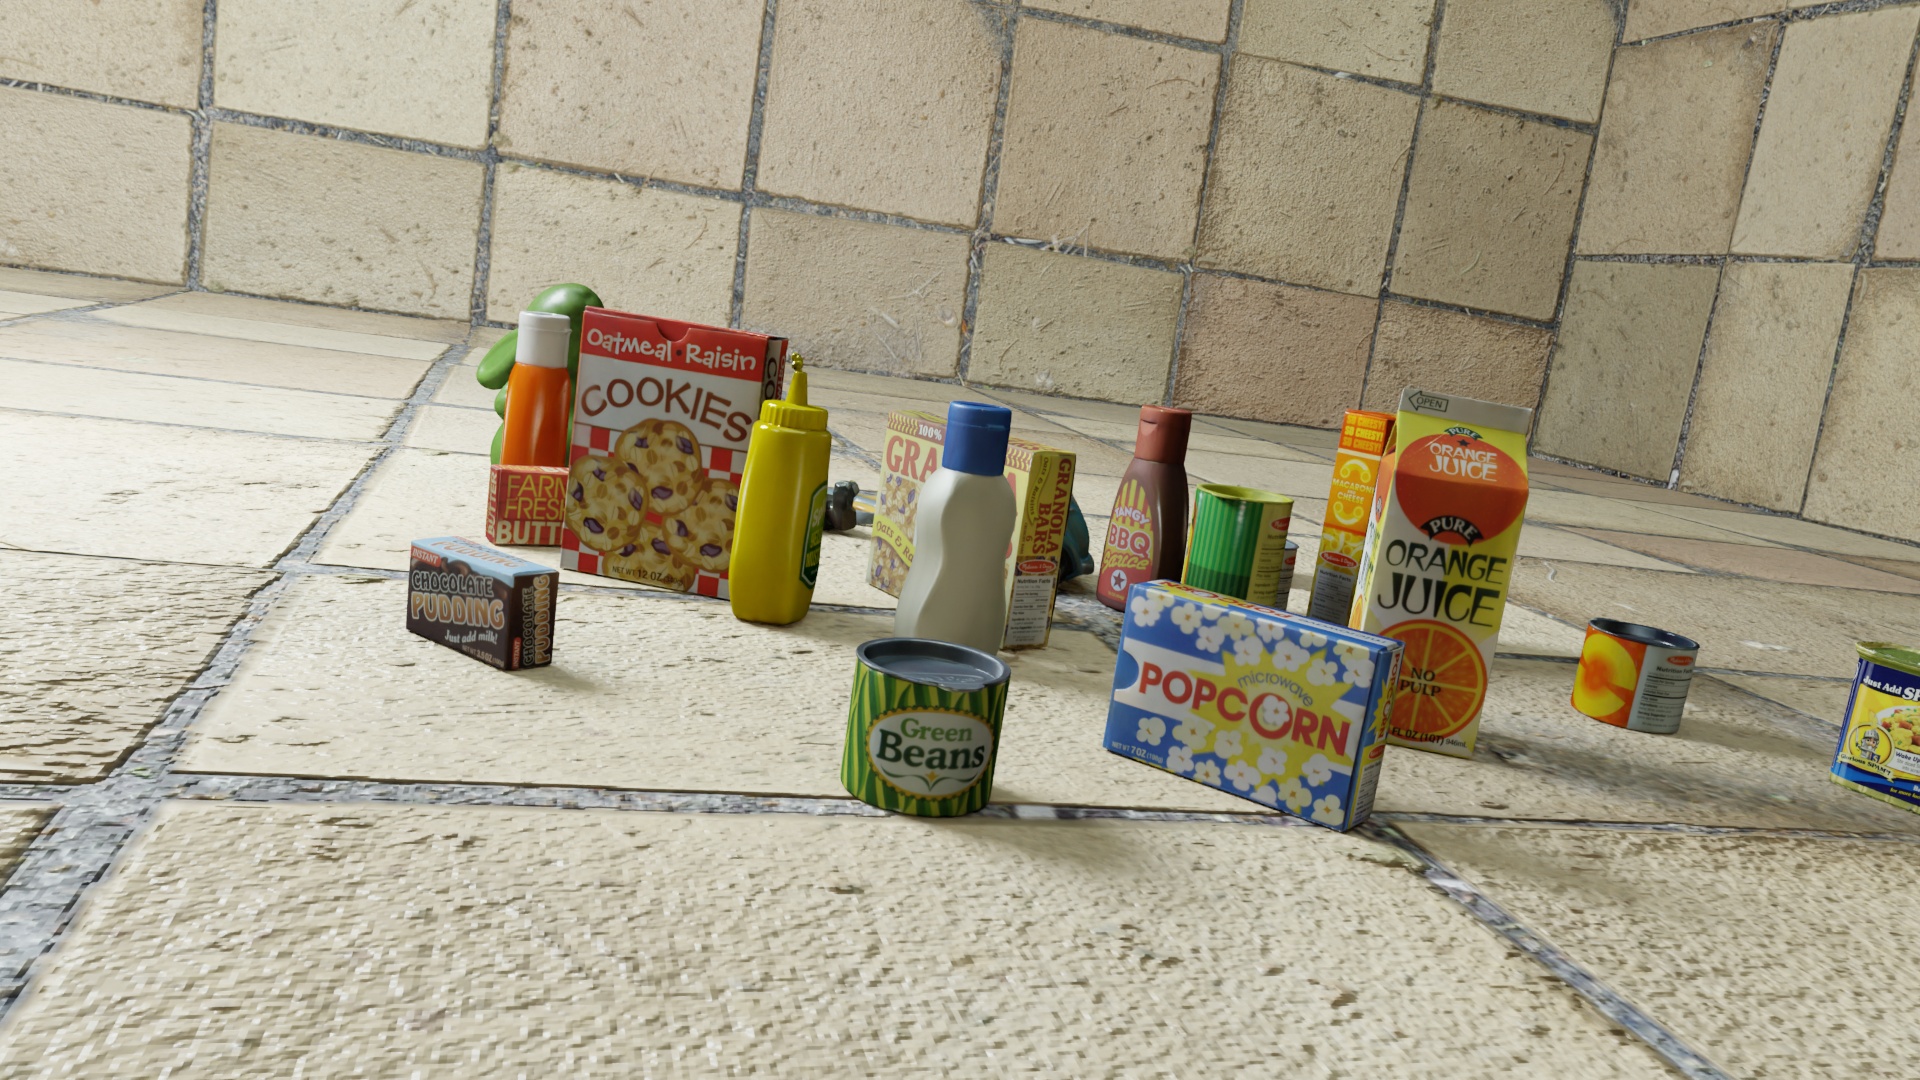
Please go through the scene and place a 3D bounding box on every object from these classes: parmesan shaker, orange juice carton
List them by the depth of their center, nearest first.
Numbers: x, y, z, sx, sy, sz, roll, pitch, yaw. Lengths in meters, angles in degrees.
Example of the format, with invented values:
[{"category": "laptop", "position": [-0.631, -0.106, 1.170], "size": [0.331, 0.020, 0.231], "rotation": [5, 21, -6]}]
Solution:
[{"category": "orange juice carton", "position": [0.264, 0.015, 0.777], "size": [0.072, 0.192, 0.073], "rotation": [10, 10, 10]}, {"category": "parmesan shaker", "position": [0.185, 0.017, 0.951], "size": [0.071, 0.103, 0.071], "rotation": [8, 10, -1]}]

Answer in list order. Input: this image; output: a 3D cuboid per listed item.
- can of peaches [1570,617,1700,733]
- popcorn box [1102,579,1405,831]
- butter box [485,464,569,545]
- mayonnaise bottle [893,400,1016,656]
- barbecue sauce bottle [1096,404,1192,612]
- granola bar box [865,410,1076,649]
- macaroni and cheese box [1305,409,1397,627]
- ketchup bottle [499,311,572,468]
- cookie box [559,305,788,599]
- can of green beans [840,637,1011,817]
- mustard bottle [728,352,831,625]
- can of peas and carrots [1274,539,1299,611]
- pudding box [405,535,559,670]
[{"category": "can of peaches", "position": [0.433, 0.086, 0.898], "size": [0.071, 0.058, 0.071], "rotation": [8, 10, -1]}, {"category": "popcorn box", "position": [0.136, 0.074, 0.653], "size": [0.127, 0.085, 0.038], "rotation": [15, 12, 33]}, {"category": "butter box", "position": [-0.269, -0.023, 0.949], "size": [0.104, 0.053, 0.024], "rotation": [2, 12, -32]}, {"category": "mayonnaise bottle", "position": [0.002, -0.005, 0.799], "size": [0.065, 0.147, 0.041], "rotation": [2, 11, -32]}, {"category": "barbecue sauce bottle", "position": [0.137, -0.022, 0.999], "size": [0.044, 0.148, 0.065], "rotation": [1, 12, -37]}, {"category": "granola bar box", "position": [0.003, -0.011, 0.903], "size": [0.039, 0.124, 0.165], "rotation": [1, 12, -35]}, {"category": "macaroni and cheese box", "position": [0.317, -0.009, 1.021], "size": [0.124, 0.166, 0.040], "rotation": [-1, 13, -42]}, {"category": "ketchup bottle", "position": [-0.315, -0.094, 1.034], "size": [0.043, 0.148, 0.065], "rotation": [9, 10, 2]}, {"category": "cookie box", "position": [-0.181, -0.055, 0.874], "size": [0.123, 0.167, 0.040], "rotation": [10, 10, 10]}, {"category": "can of green beans", "position": [-0.015, 0.078, 0.587], "size": [0.071, 0.057, 0.071], "rotation": [8, 10, -1]}, {"category": "mustard bottle", "position": [-0.104, -0.032, 0.827], "size": [0.049, 0.160, 0.065], "rotation": [9, 10, 6]}, {"category": "can of peas and carrots", "position": [0.216, 0.026, 1.054], "size": [0.071, 0.058, 0.071], "rotation": [8, 10, -1]}, {"category": "pudding box", "position": [-0.239, 0.030, 0.693], "size": [0.084, 0.049, 0.030], "rotation": [15, 12, 33]}]
